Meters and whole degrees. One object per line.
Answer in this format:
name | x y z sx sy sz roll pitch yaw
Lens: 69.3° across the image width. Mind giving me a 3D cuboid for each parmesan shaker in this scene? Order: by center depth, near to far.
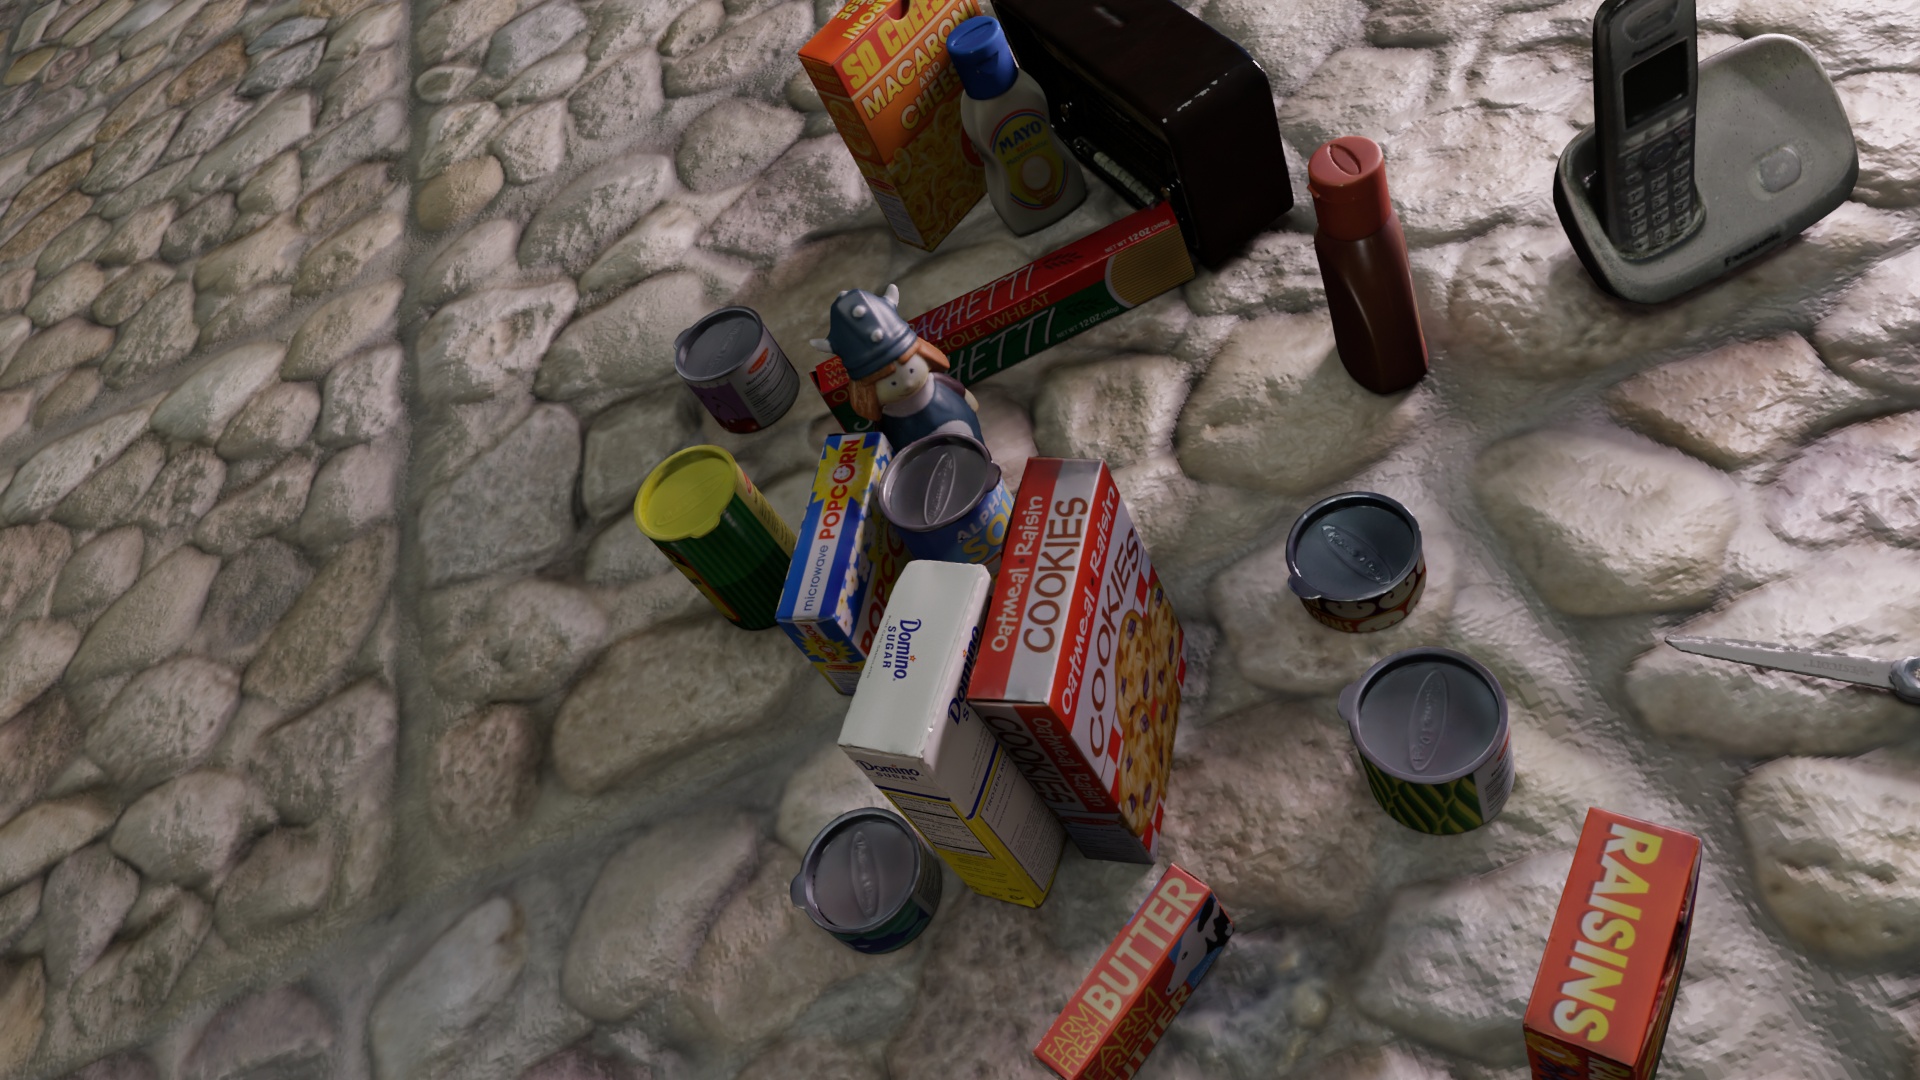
parmesan shaker | -0.136 0.002 0.819 0.071 0.102 0.071 -13 52 17

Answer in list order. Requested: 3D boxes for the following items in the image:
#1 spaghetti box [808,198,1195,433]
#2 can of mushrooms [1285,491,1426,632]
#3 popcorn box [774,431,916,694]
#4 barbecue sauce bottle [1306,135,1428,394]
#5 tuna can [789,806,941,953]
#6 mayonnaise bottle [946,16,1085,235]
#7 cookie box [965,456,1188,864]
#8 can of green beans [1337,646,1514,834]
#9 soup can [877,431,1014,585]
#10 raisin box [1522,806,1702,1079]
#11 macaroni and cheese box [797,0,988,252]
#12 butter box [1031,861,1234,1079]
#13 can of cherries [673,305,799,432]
spaghetti box | 0.027 -0.138 0.882 0.250 0.050 0.029 -25 49 6
can of mushrooms | 0.198 0.012 0.701 0.071 0.033 0.071 -13 52 17
popcorn box | -0.057 0.013 0.786 0.038 0.085 0.127 -4 55 23
barbecue sauce bottle | 0.214 -0.145 0.735 0.043 0.148 0.065 -26 49 6
tuna can | -0.047 0.172 0.697 0.071 0.032 0.071 -13 52 17
mayonnaise bottle | 0.033 -0.273 0.915 0.065 0.147 0.041 -30 49 3
cookie box | 0.060 0.059 0.642 0.040 0.166 0.123 -1 56 25
can of green beans | 0.211 0.090 0.621 0.071 0.057 0.071 -13 52 17
soup can | 0.003 -0.010 0.776 0.071 0.083 0.072 -13 52 17
raisin box | 0.240 0.163 0.509 0.040 0.123 0.086 14 63 33
macaroni and cheese box | -0.024 -0.302 0.951 0.040 0.166 0.124 28 71 38
butter box | 0.078 0.196 0.608 0.024 0.053 0.104 29 71 38
can of cherries | -0.153 -0.116 0.945 0.071 0.058 0.072 -13 52 17
